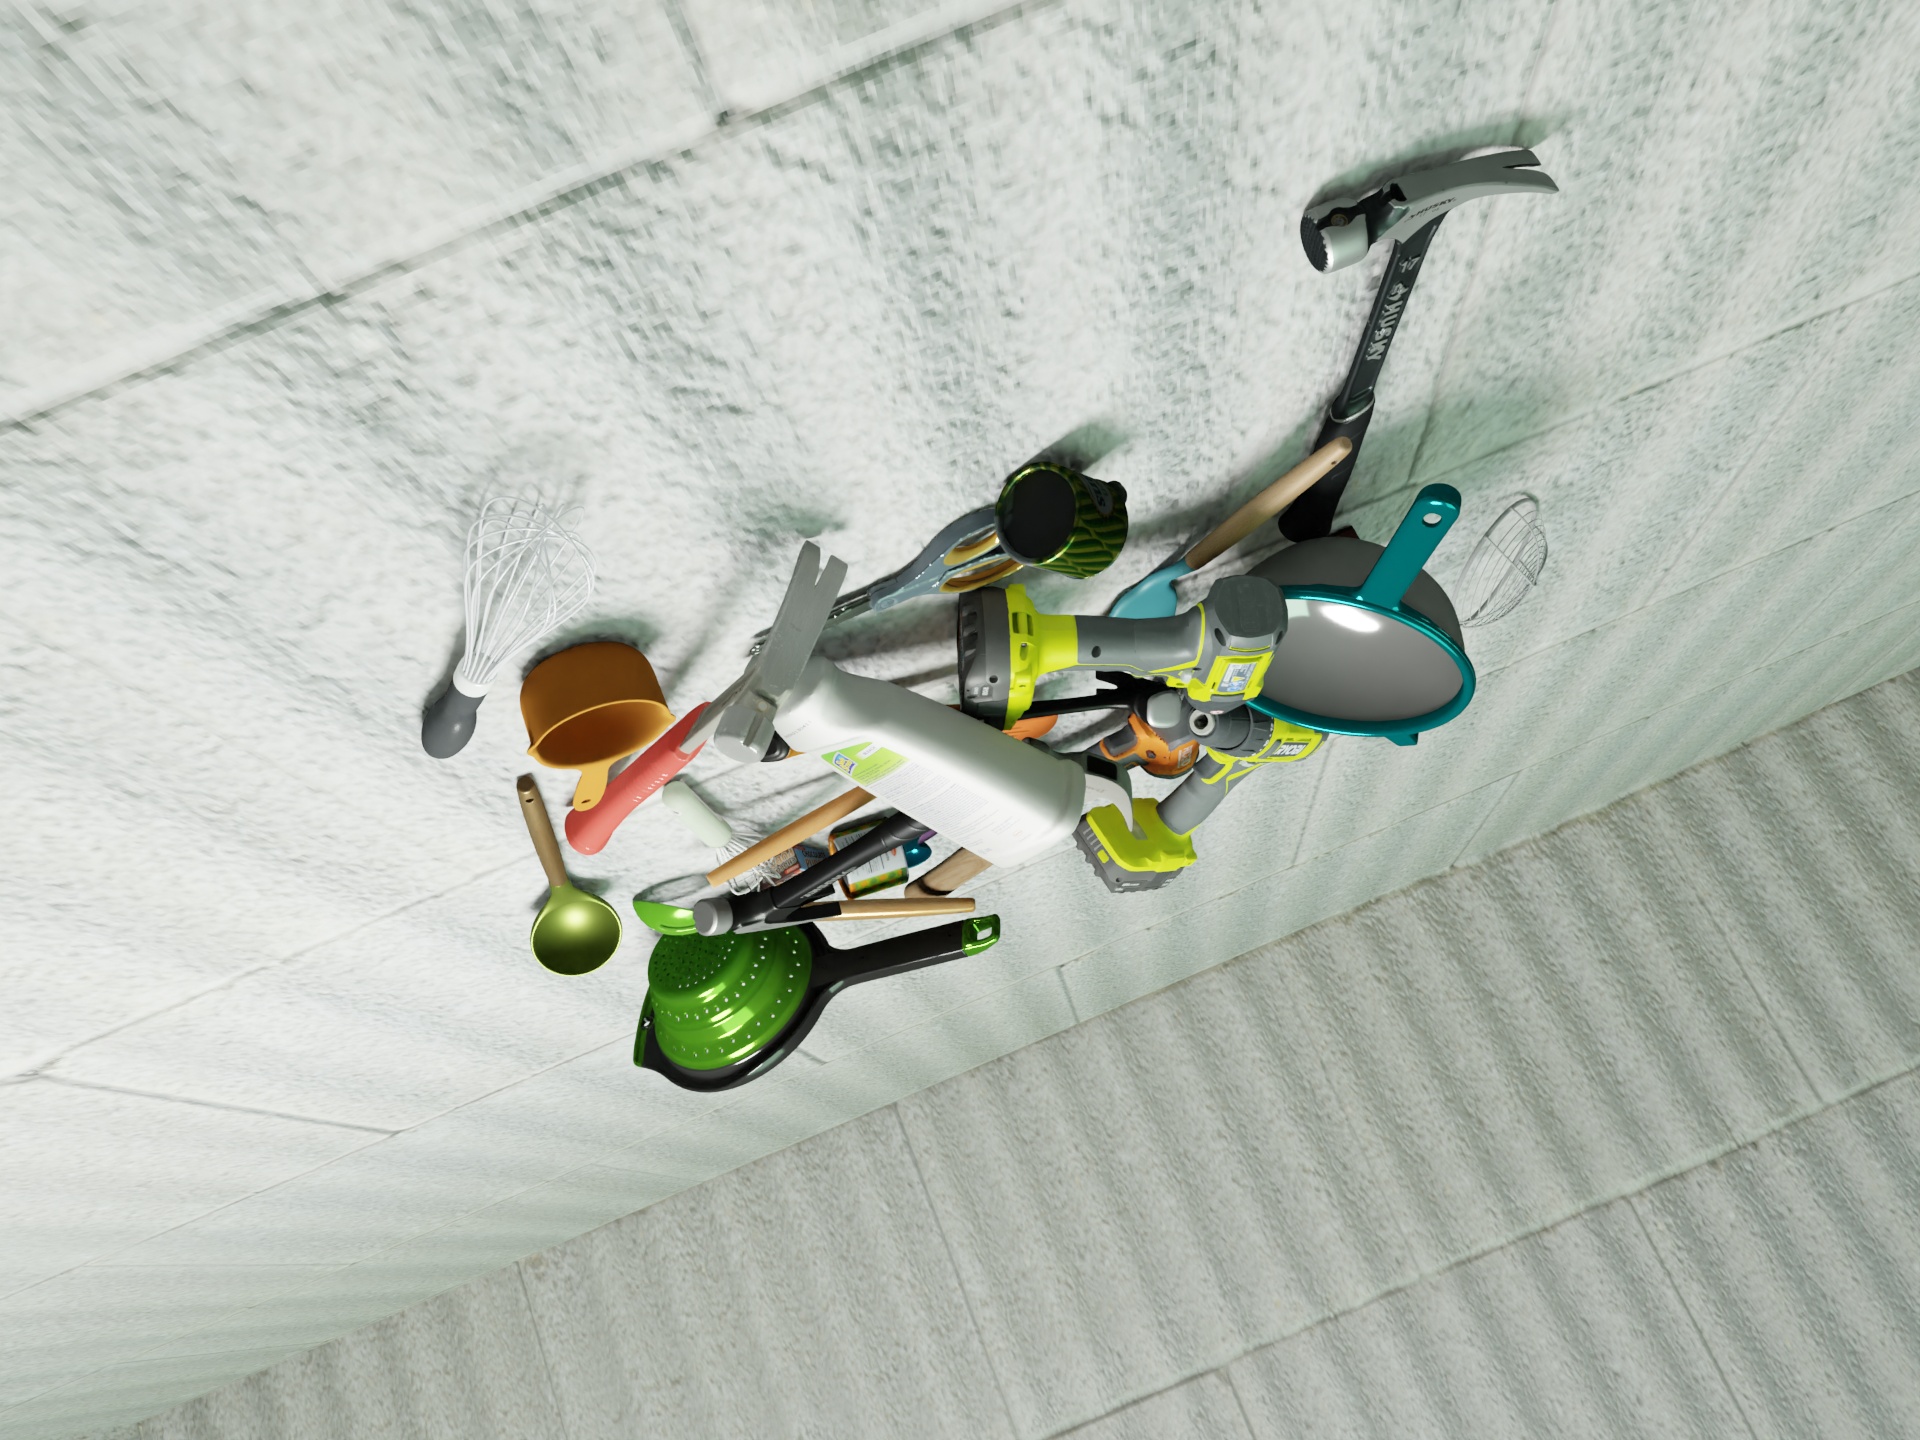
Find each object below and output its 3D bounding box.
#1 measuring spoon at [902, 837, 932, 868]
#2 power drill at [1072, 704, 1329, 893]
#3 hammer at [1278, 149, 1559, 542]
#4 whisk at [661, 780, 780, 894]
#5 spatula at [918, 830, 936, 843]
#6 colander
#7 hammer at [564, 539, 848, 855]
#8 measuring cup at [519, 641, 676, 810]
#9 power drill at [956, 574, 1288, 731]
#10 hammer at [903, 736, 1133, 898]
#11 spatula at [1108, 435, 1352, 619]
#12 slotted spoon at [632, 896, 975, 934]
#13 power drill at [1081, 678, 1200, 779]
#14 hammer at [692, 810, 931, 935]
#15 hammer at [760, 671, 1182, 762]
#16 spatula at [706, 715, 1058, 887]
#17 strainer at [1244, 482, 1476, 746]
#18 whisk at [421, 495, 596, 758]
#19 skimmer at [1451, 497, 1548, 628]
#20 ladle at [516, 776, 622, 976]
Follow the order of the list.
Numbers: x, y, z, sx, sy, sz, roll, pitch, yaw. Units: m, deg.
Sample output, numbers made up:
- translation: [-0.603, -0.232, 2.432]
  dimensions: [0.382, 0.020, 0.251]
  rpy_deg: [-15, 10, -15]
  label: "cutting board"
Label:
- translation: [-0.052, 0.109, 1.566]
  dimensions: [0.042, 0.021, 0.128]
  rpy_deg: [-19, 151, -10]
  label: "measuring spoon"
- translation: [0.206, 0.055, 1.421]
  dimensions: [0.228, 0.080, 0.190]
  rpy_deg: [-47, 153, 27]
  label: "power drill"
- translation: [0.263, -0.220, 1.036]
  dimensions: [0.149, 0.036, 0.408]
  rpy_deg: [-22, 161, -6]
  label: "hammer"
- translation: [-0.200, 0.097, 1.334]
  dimensions: [0.059, 0.058, 0.246]
  rpy_deg: [-55, 161, -12]
  label: "whisk"
- translation: [-0.011, 0.070, 1.398]
  dimensions: [0.060, 0.018, 0.315]
  rpy_deg: [-40, 172, -12]
  label: "spatula"
- translation: [-0.158, 0.223, 1.504]
  dimensions: [0.397, 0.205, 0.094]
  rpy_deg: [-17, 131, 18]
  label: "colander"
- translation: [-0.188, 0.012, 1.069]
  dimensions: [0.036, 0.149, 0.359]
  rpy_deg: [31, 146, -18]
  label: "hammer"
- translation: [-0.244, 0.006, 1.035]
  dimensions: [0.095, 0.052, 0.173]
  rpy_deg: [-14, 160, -24]
  label: "measuring cup"
- translation: [0.111, -0.043, 1.154]
  dimensions: [0.223, 0.080, 0.171]
  rpy_deg: [-2, 159, -2]
  label: "power drill"
- translation: [0.038, 0.103, 1.390]
  dimensions: [0.130, 0.031, 0.331]
  rpy_deg: [17, 149, -22]
  label: "hammer"
- translation: [0.190, -0.118, 1.165]
  dimensions: [0.082, 0.044, 0.317]
  rpy_deg: [-8, 164, -27]
  label: "spatula"
- translation: [-0.142, 0.176, 1.460]
  dimensions: [0.313, 0.031, 0.070]
  rpy_deg: [-2, 164, -4]
  label: "slotted spoon"
- translation: [0.121, 0.035, 1.469]
  dimensions: [0.226, 0.084, 0.164]
  rpy_deg: [-25, 158, -6]
  label: "power drill"
- translation: [-0.067, 0.102, 1.311]
  dimensions: [0.334, 0.035, 0.146]
  rpy_deg: [-32, 160, 35]
  label: "hammer"
- translation: [-0.002, -0.004, 1.248]
  dimensions: [0.336, 0.034, 0.127]
  rpy_deg: [-7, -167, -21]
  label: "hammer"
- translation: [-0.065, 0.063, 1.346]
  dimensions: [0.322, 0.041, 0.081]
  rpy_deg: [-29, 171, -12]
  label: "spatula"
- translation: [0.297, -0.102, 1.160]
  dimensions: [0.211, 0.095, 0.340]
  rpy_deg: [18, 155, 3]
  label: "strainer"
- translation: [-0.264, -0.039, 0.894]
  dimensions: [0.070, 0.070, 0.284]
  rpy_deg: [-9, 160, -33]
  label: "whisk"
- translation: [0.370, -0.094, 1.480]
  dimensions: [0.363, 0.090, 0.127]
  rpy_deg: [-22, 165, 29]
  label: "skimmer"
- translation: [-0.318, 0.126, 1.255]
  dimensions: [0.078, 0.062, 0.320]
  rpy_deg: [-16, 157, -14]
  label: "ladle"
